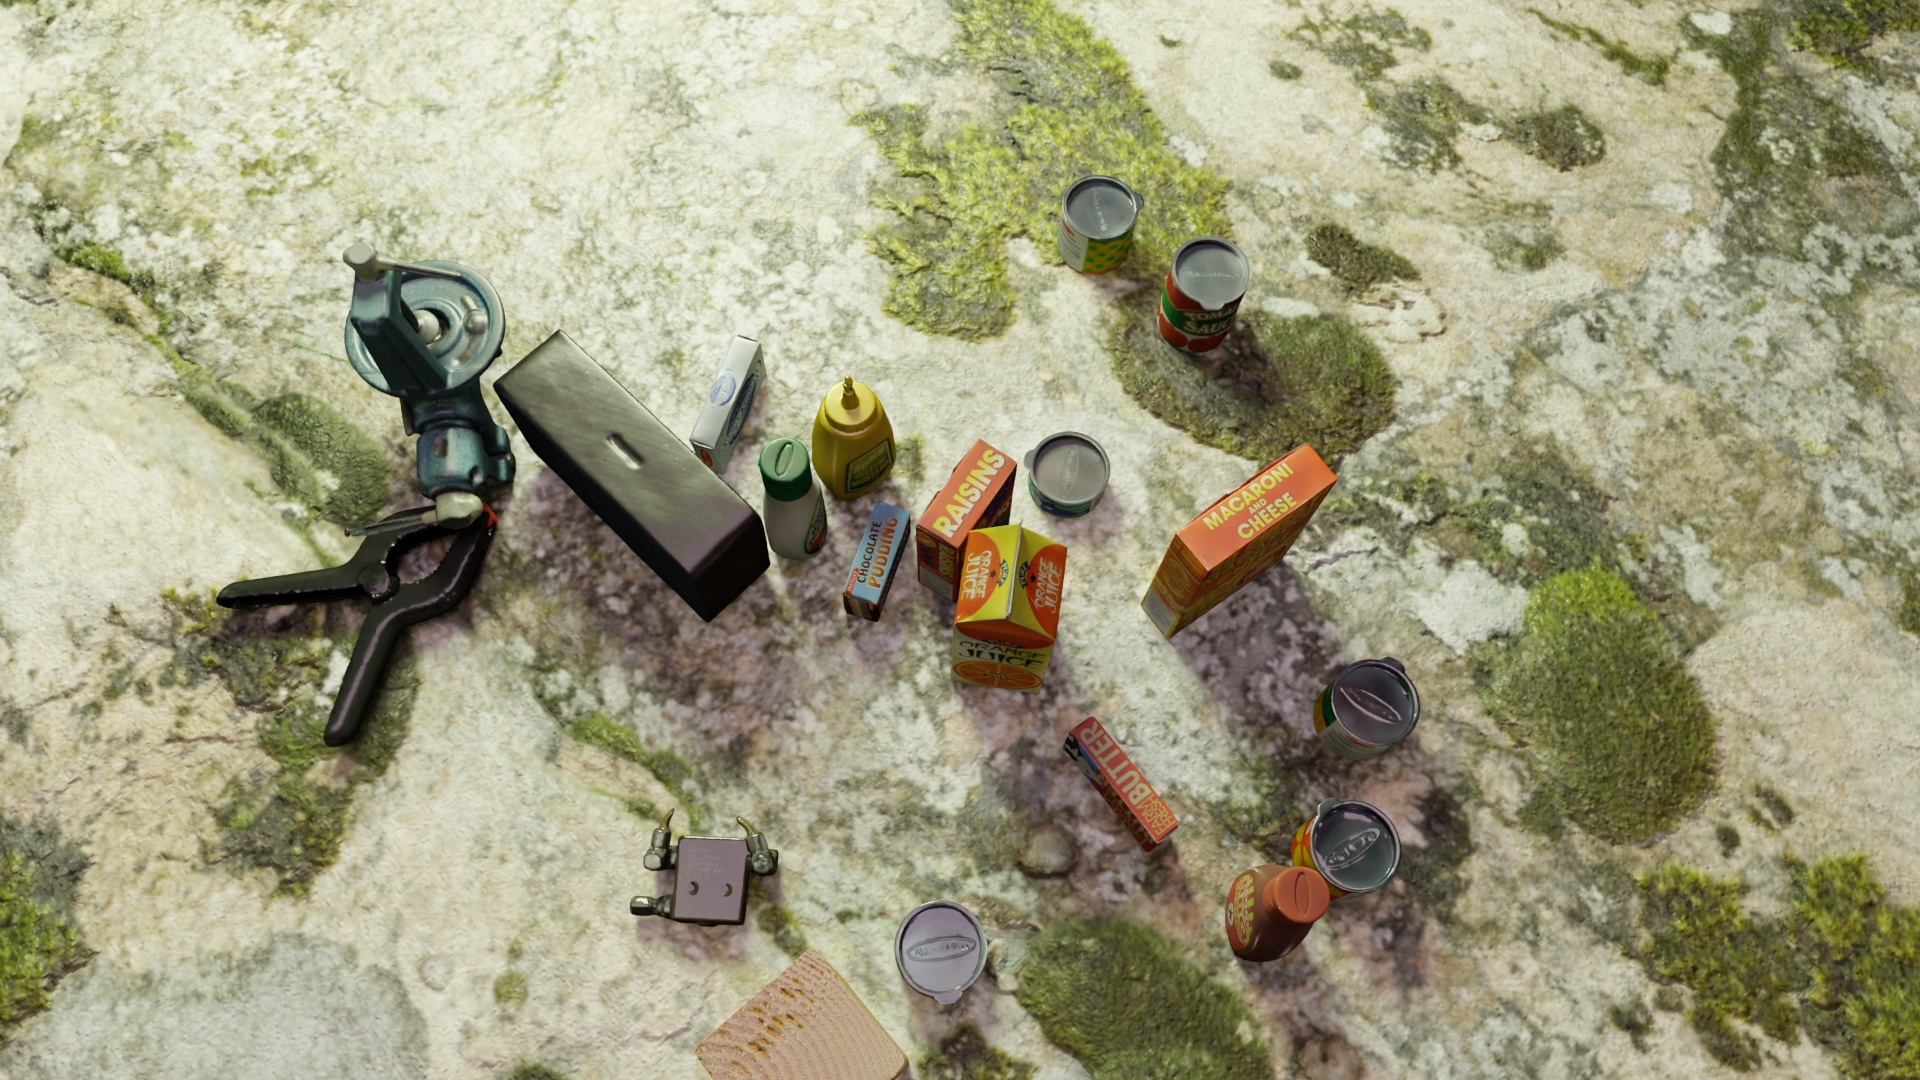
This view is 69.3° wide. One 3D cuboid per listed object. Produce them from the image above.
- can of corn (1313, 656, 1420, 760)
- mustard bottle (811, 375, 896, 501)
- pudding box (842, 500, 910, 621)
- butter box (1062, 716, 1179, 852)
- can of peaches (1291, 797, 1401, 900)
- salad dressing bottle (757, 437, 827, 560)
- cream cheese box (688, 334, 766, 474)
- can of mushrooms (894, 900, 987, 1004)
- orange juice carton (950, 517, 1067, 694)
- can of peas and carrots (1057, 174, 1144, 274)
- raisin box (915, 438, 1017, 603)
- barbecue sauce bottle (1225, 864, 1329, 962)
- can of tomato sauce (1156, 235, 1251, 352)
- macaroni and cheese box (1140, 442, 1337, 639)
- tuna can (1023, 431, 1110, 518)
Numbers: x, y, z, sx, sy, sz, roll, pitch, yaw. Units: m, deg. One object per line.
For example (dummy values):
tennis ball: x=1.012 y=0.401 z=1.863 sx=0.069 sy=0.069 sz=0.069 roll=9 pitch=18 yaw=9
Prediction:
can of corn: x=0.309 y=0.128 z=1.059 sx=0.071 sy=0.058 sz=0.071 roll=1 pitch=69 yaw=-1
mustard bottle: x=-0.084 y=-0.084 z=1.077 sx=0.065 sy=0.159 sz=0.049 roll=-35 pitch=74 yaw=-14
pudding box: x=-0.066 y=0.016 z=1.097 sx=0.030 sy=0.049 sz=0.084 roll=17 pitch=69 yaw=5
butter box: x=0.119 y=0.182 z=1.035 sx=0.024 sy=0.053 sz=0.103 roll=-35 pitch=73 yaw=-14
can of peaches: x=0.281 y=0.226 z=1.019 sx=0.071 sy=0.058 sz=0.071 roll=1 pitch=69 yaw=-1
salad dressing bottle: x=-0.129 y=-0.032 z=1.062 sx=0.044 sy=0.147 sz=0.064 roll=13 pitch=69 yaw=4
cream cheese box: x=-0.190 y=-0.112 z=1.142 sx=0.024 sy=0.053 sz=0.104 roll=17 pitch=69 yaw=5
can of mushrooms: x=-0.014 y=0.296 z=0.996 sx=0.071 sy=0.033 sz=0.071 roll=1 pitch=69 yaw=-1
orange juice carton: x=0.035 y=0.050 z=1.010 sx=0.073 sy=0.192 sz=0.072 roll=9 pitch=69 yaw=2
can of peas and carrots: x=0.121 y=-0.276 z=1.213 sx=0.071 sy=0.058 sz=0.071 roll=1 pitch=69 yaw=-1
raisin box: x=0.004 y=-0.013 z=1.071 sx=0.040 sy=0.123 sz=0.086 roll=32 pitch=71 yaw=10
barbecue sauce bottle: x=0.218 y=0.253 z=0.959 sx=0.044 sy=0.148 sz=0.065 roll=4 pitch=69 yaw=0
can of tomato sauce: x=0.205 y=-0.205 z=1.174 sx=0.071 sy=0.082 sz=0.071 roll=1 pitch=69 yaw=-1
macaroni and cheese box: x=0.205 y=0.004 z=1.047 sx=0.124 sy=0.166 sz=0.040 roll=-34 pitch=73 yaw=-13
tuna can: x=0.086 y=-0.054 z=1.138 sx=0.071 sy=0.032 sz=0.071 roll=1 pitch=69 yaw=-1
